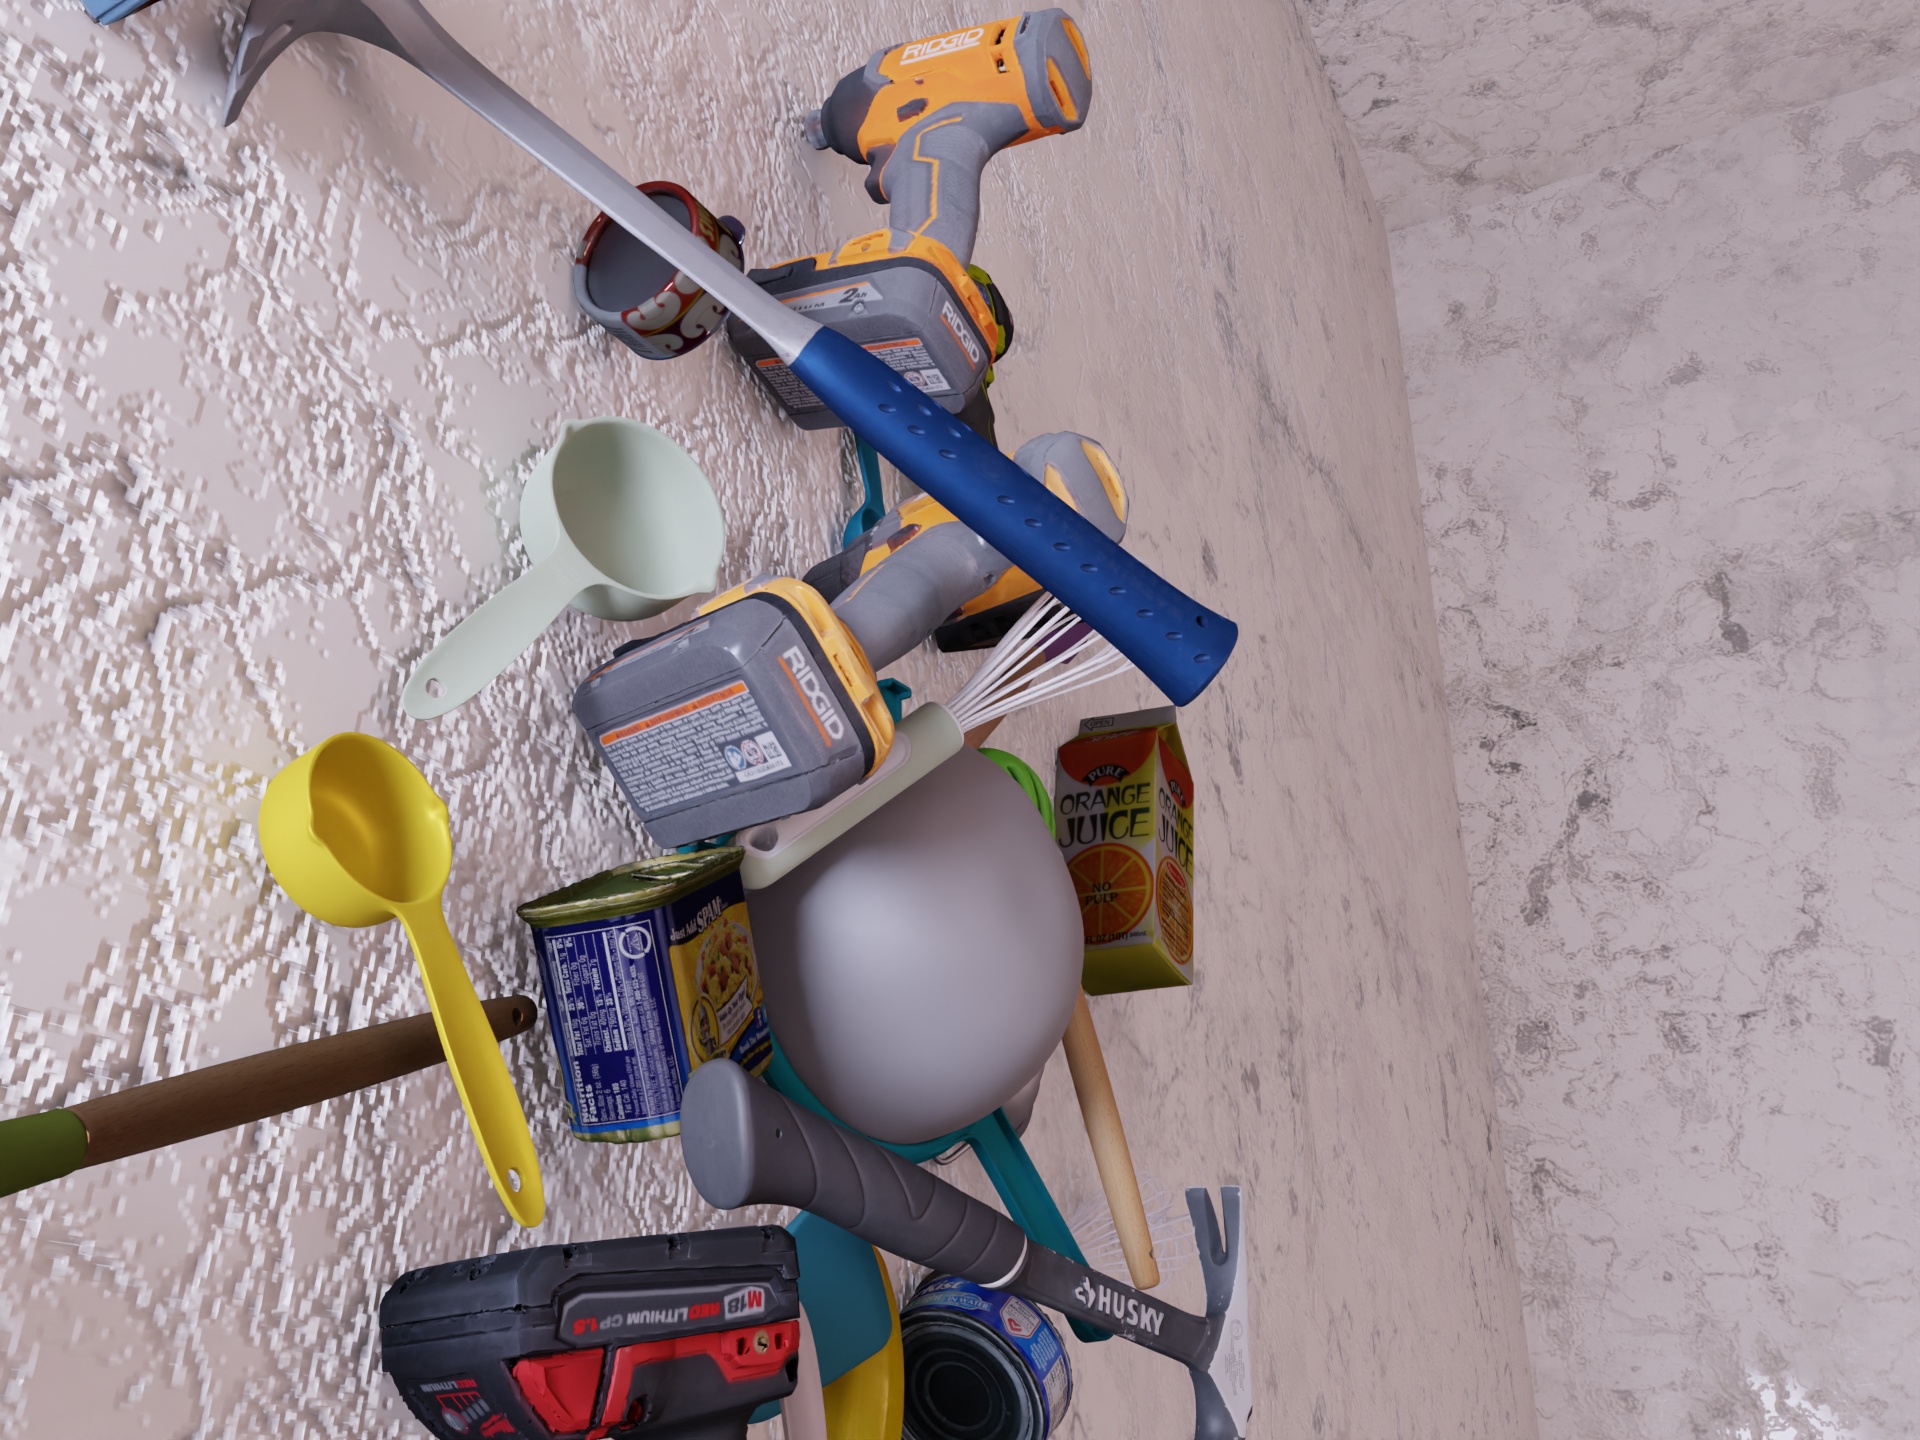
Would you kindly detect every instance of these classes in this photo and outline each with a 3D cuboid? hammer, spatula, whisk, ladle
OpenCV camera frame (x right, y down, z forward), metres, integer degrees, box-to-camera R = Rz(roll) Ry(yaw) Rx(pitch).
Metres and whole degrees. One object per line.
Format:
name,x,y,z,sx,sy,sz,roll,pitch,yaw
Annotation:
hammer,0.028,0.219,0.652,0.408,0.036,0.149,42,46,-44
spatula,0.039,-0.034,1.005,0.059,0.018,0.316,69,25,-15
whisk,-0.001,-0.002,0.678,0.246,0.058,0.059,-35,151,-28
hammer,-0.067,-0.137,0.569,0.405,0.035,0.144,37,43,-9
spatula,-0.107,0.285,0.522,0.317,0.044,0.082,-52,132,-58
ladle,-0.211,0.100,0.397,0.320,0.062,0.078,2,76,-72
whisk,0.057,0.289,0.859,0.284,0.070,0.070,14,67,-58

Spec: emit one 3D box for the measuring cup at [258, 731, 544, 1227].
measuring cup,-0.163,0.080,0.472,0.156,0.029,0.062,68,18,4

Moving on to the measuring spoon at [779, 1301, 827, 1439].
measuring spoon,-0.060,0.273,0.581,0.034,0.018,0.124,-2,84,-55

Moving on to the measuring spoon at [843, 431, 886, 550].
measuring spoon,-0.056,-0.128,0.852,0.042,0.021,0.129,36,39,-55

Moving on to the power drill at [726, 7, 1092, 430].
power drill,-0.035,-0.259,0.808,0.084,0.164,0.227,50,50,-47

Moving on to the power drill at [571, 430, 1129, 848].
power drill,-0.053,-0.037,0.667,0.226,0.185,0.084,-41,106,-43

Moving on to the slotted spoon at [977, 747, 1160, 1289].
slotted spoon,0.059,0.147,0.861,0.070,0.031,0.314,26,42,-51

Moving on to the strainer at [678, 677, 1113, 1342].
strainer,0.022,0.145,0.733,0.340,0.095,0.211,63,34,-11

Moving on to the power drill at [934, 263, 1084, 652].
power drill,0.013,-0.159,0.937,0.171,0.080,0.223,-12,88,-69

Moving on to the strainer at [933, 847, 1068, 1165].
strainer,0.034,0.146,0.894,0.086,0.050,0.259,53,29,-18

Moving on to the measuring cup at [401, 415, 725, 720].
measuring cup,-0.152,-0.048,0.580,0.083,0.038,0.168,49,46,-14

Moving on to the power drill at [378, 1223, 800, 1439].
power drill,-0.103,0.265,0.453,0.143,0.078,0.220,13,62,-46
